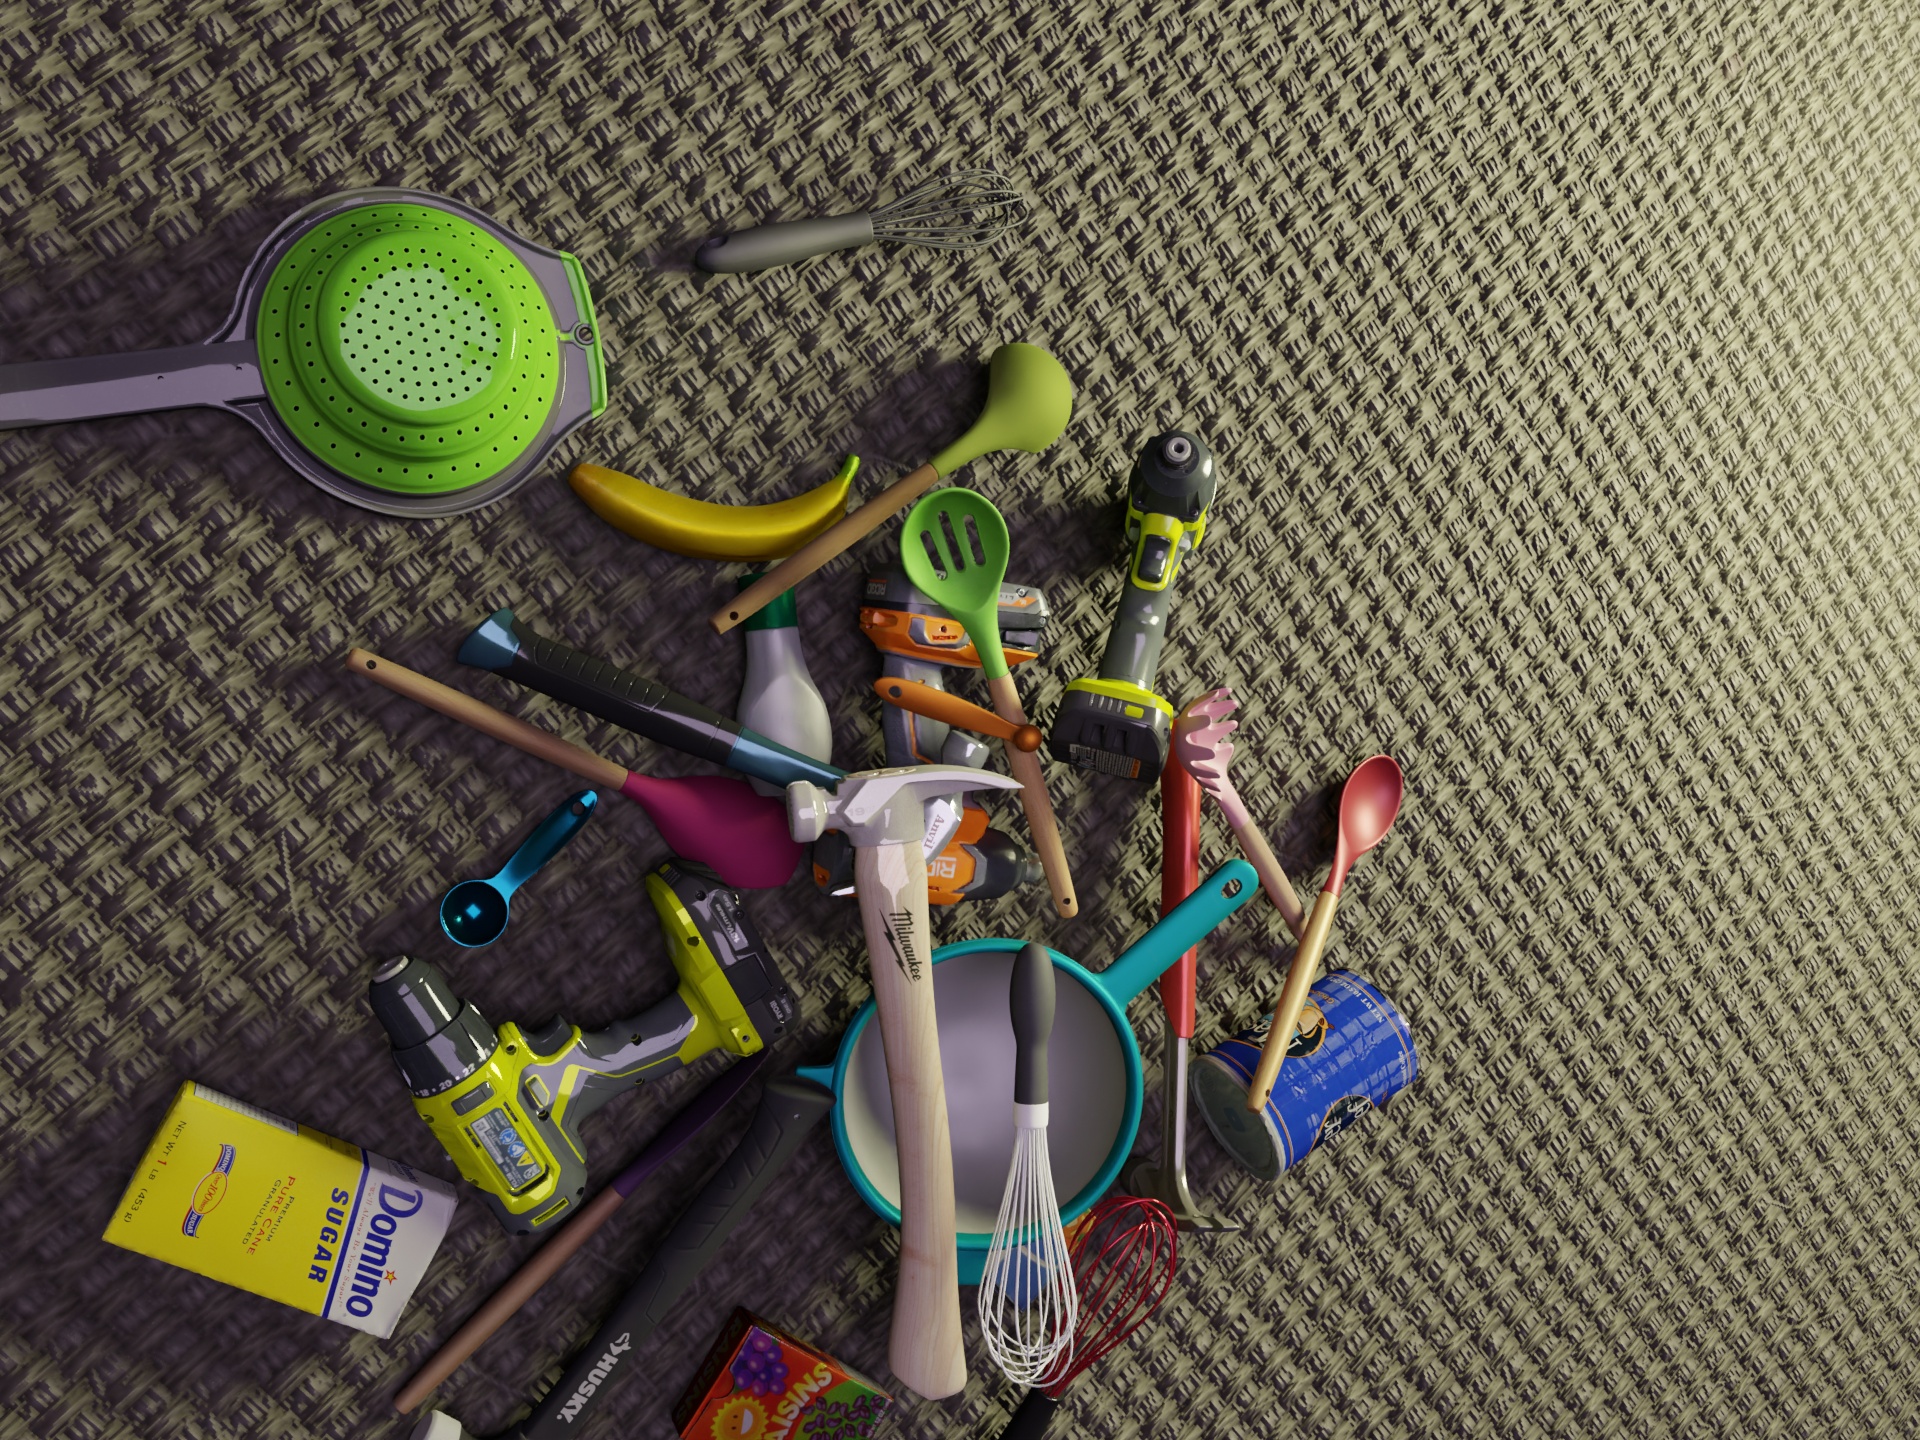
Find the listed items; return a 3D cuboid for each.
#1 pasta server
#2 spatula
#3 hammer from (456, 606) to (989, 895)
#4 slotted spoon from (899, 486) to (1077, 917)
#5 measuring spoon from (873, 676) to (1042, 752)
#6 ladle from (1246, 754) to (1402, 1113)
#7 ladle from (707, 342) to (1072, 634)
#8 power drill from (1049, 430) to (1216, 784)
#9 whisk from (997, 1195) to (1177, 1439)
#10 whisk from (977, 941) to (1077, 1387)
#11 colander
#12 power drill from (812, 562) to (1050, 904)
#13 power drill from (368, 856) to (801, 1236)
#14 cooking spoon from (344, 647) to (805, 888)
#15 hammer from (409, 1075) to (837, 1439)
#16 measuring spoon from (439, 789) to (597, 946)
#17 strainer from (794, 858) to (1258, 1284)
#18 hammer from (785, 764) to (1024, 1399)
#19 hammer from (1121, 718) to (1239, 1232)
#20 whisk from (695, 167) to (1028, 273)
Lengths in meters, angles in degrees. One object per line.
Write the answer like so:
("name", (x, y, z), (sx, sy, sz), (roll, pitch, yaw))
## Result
("pasta server", (0.216, 0.086, 1.141), (0.315, 0.040, 0.060), (54, 44, -42))
("spatula", (-0.239, 0.322, 1.022), (0.316, 0.060, 0.018), (-44, 100, -11))
("hammer", (-0.156, 0.010, 1.011), (0.331, 0.033, 0.128), (24, 91, -6))
("slotted spoon", (0.030, -0.006, 1.049), (0.070, 0.031, 0.313), (-19, 109, -2))
("measuring spoon", (-0.002, -0.003, 1.031), (0.117, 0.011, 0.021), (20, 112, -6))
("ladle", (0.270, 0.154, 1.192), (0.069, 0.031, 0.316), (48, 54, -30))
("ladle", (-0.045, -0.154, 1.075), (0.320, 0.062, 0.078), (-38, 115, -19))
("power drill", (0.124, -0.079, 1.087), (0.080, 0.171, 0.223), (13, 80, 7))
("whisk", (0.069, 0.450, 1.108), (0.073, 0.073, 0.295), (19, 107, -22))
("whisk", (0.044, 0.286, 1.027), (0.070, 0.070, 0.284), (1, 88, -23))
("colander", (-0.398, -0.209, 0.916), (0.397, 0.094, 0.204), (-13, 96, -22))
("power drill", (-0.005, 0.015, 1.095), (0.164, 0.084, 0.226), (8, 92, -23))
("power drill", (-0.234, 0.186, 0.997), (0.228, 0.080, 0.190), (-32, 110, -17))
("cooking spoon", (-0.241, 0.029, 1.025), (0.318, 0.017, 0.069), (27, 75, -22))
("hammer", (-0.190, 0.366, 1.013), (0.146, 0.035, 0.335), (38, 90, -20))
("measuring spoon", (-0.281, 0.092, 1.018), (0.042, 0.021, 0.129), (48, 65, -13))
("strainer", (0.061, 0.205, 1.097), (0.340, 0.095, 0.211), (-40, 99, -6))
("hammer", (-0.019, 0.232, 1.014), (0.146, 0.038, 0.410), (-6, 98, -10))
("hammer", (0.160, 0.178, 1.145), (0.036, 0.149, 0.359), (4, 83, -14))
("whisk", (-0.064, -0.333, 1.080), (0.239, 0.055, 0.055), (-16, 97, -17))
